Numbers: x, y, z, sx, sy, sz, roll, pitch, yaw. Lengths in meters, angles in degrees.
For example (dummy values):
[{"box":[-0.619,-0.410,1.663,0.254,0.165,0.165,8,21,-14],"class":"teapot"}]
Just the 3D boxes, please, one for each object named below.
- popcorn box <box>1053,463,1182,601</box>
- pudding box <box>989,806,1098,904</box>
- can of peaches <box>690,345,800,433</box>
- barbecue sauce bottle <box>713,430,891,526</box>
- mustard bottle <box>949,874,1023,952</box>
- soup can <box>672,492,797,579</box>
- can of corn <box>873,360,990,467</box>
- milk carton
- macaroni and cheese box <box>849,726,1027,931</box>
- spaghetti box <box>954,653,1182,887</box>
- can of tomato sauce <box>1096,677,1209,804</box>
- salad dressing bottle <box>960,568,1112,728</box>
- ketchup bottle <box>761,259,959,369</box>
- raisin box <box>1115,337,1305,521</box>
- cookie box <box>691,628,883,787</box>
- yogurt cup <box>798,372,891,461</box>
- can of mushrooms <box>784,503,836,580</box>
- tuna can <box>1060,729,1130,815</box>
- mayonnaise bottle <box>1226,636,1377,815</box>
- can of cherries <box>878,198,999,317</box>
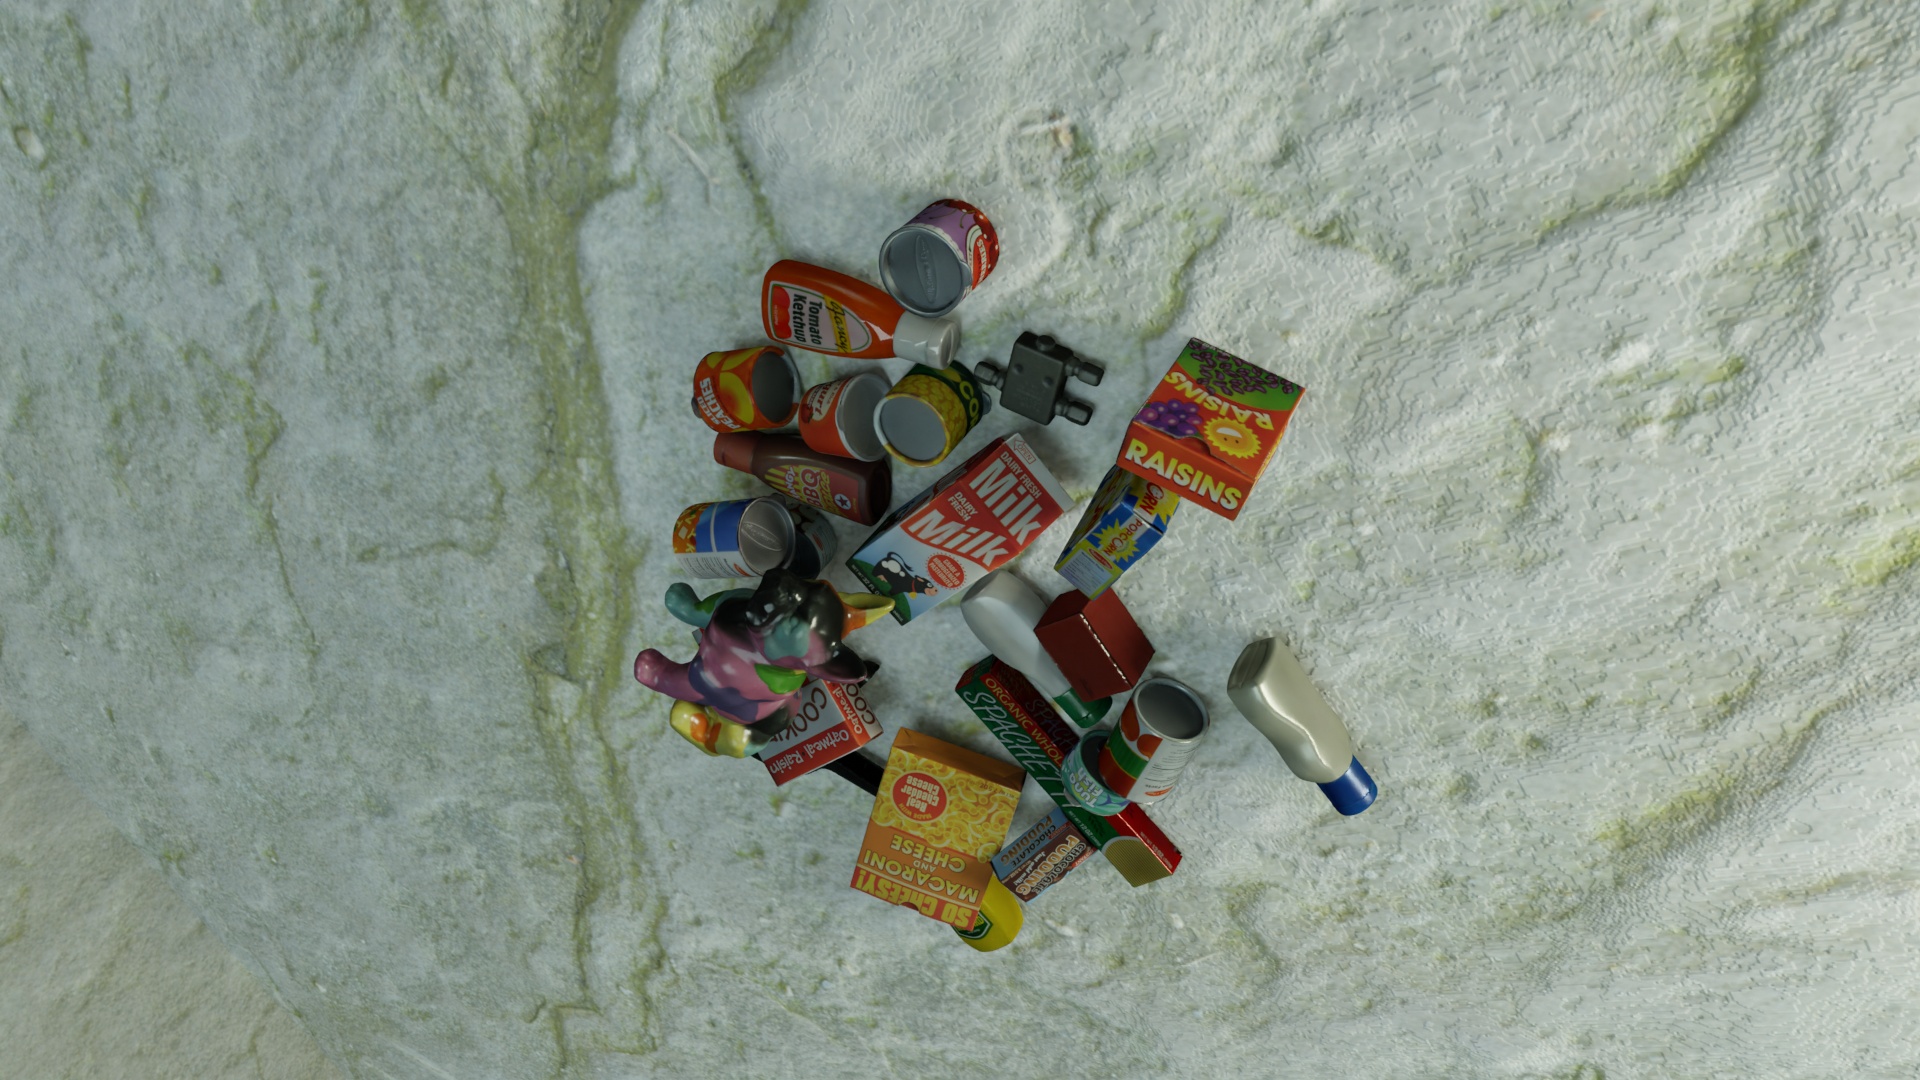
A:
[{"box":[0.120,-0.028,0.957,0.038,0.127,0.084,38,134,-5],"class":"popcorn box"},{"box":[0.075,0.282,1.242,0.083,0.030,0.049,-39,125,7],"class":"pudding box"},{"box":[-0.170,-0.119,1.102,0.058,0.071,0.071,-2,121,31],"class":"can of peaches"},{"box":[-0.131,-0.060,1.140,0.148,0.044,0.064,18,140,19],"class":"barbecue sauce bottle"},{"box":[-0.008,0.328,1.347,0.065,0.049,0.160,-32,103,37],"class":"mustard bottle"},{"box":[-0.187,-0.004,1.157,0.083,0.072,0.071,-3,121,39],"class":"soup can"},{"box":[-0.021,-0.095,1.039,0.071,0.058,0.070,16,129,21],"class":"can of corn"},{"box":[0.004,-0.013,1.074,0.072,0.074,0.189,49,132,-9],"class":"milk carton"},{"box":[-0.023,0.266,1.273,0.124,0.040,0.165,19,114,5],"class":"macaroni and cheese box"},{"box":[0.094,0.202,1.208,0.250,0.029,0.050,48,132,-9],"class":"spaghetti box"},{"box":[0.154,0.160,1.118,0.071,0.071,0.082,29,132,9],"class":"can of tomato sauce"},{"box":[0.064,0.090,1.136,0.147,0.044,0.064,48,131,-10],"class":"salad dressing bottle"},{"box":[-0.075,-0.163,1.032,0.149,0.044,0.064,18,129,18],"class":"ketchup bottle"},{"box":[0.164,-0.075,0.899,0.086,0.124,0.039,28,133,11],"class":"raisin box"},{"box":[-0.158,0.129,1.267,0.122,0.040,0.167,-31,88,38],"class":"cookie box"},{"box":[-0.088,-0.095,1.077,0.054,0.073,0.072,2,124,39],"class":"yogurt cup"},{"box":[-0.144,0.003,1.201,0.071,0.034,0.070,16,130,20],"class":"can of mushrooms"},{"box":[0.118,0.194,1.159,0.071,0.071,0.032,35,132,4],"class":"tuna can"},{"box":[0.260,0.145,1.047,0.041,0.065,0.148,-24,112,43],"class":"mayonnaise bottle"},{"box":[-0.012,-0.195,0.961,0.071,0.059,0.071,15,128,21],"class":"can of cherries"}]
